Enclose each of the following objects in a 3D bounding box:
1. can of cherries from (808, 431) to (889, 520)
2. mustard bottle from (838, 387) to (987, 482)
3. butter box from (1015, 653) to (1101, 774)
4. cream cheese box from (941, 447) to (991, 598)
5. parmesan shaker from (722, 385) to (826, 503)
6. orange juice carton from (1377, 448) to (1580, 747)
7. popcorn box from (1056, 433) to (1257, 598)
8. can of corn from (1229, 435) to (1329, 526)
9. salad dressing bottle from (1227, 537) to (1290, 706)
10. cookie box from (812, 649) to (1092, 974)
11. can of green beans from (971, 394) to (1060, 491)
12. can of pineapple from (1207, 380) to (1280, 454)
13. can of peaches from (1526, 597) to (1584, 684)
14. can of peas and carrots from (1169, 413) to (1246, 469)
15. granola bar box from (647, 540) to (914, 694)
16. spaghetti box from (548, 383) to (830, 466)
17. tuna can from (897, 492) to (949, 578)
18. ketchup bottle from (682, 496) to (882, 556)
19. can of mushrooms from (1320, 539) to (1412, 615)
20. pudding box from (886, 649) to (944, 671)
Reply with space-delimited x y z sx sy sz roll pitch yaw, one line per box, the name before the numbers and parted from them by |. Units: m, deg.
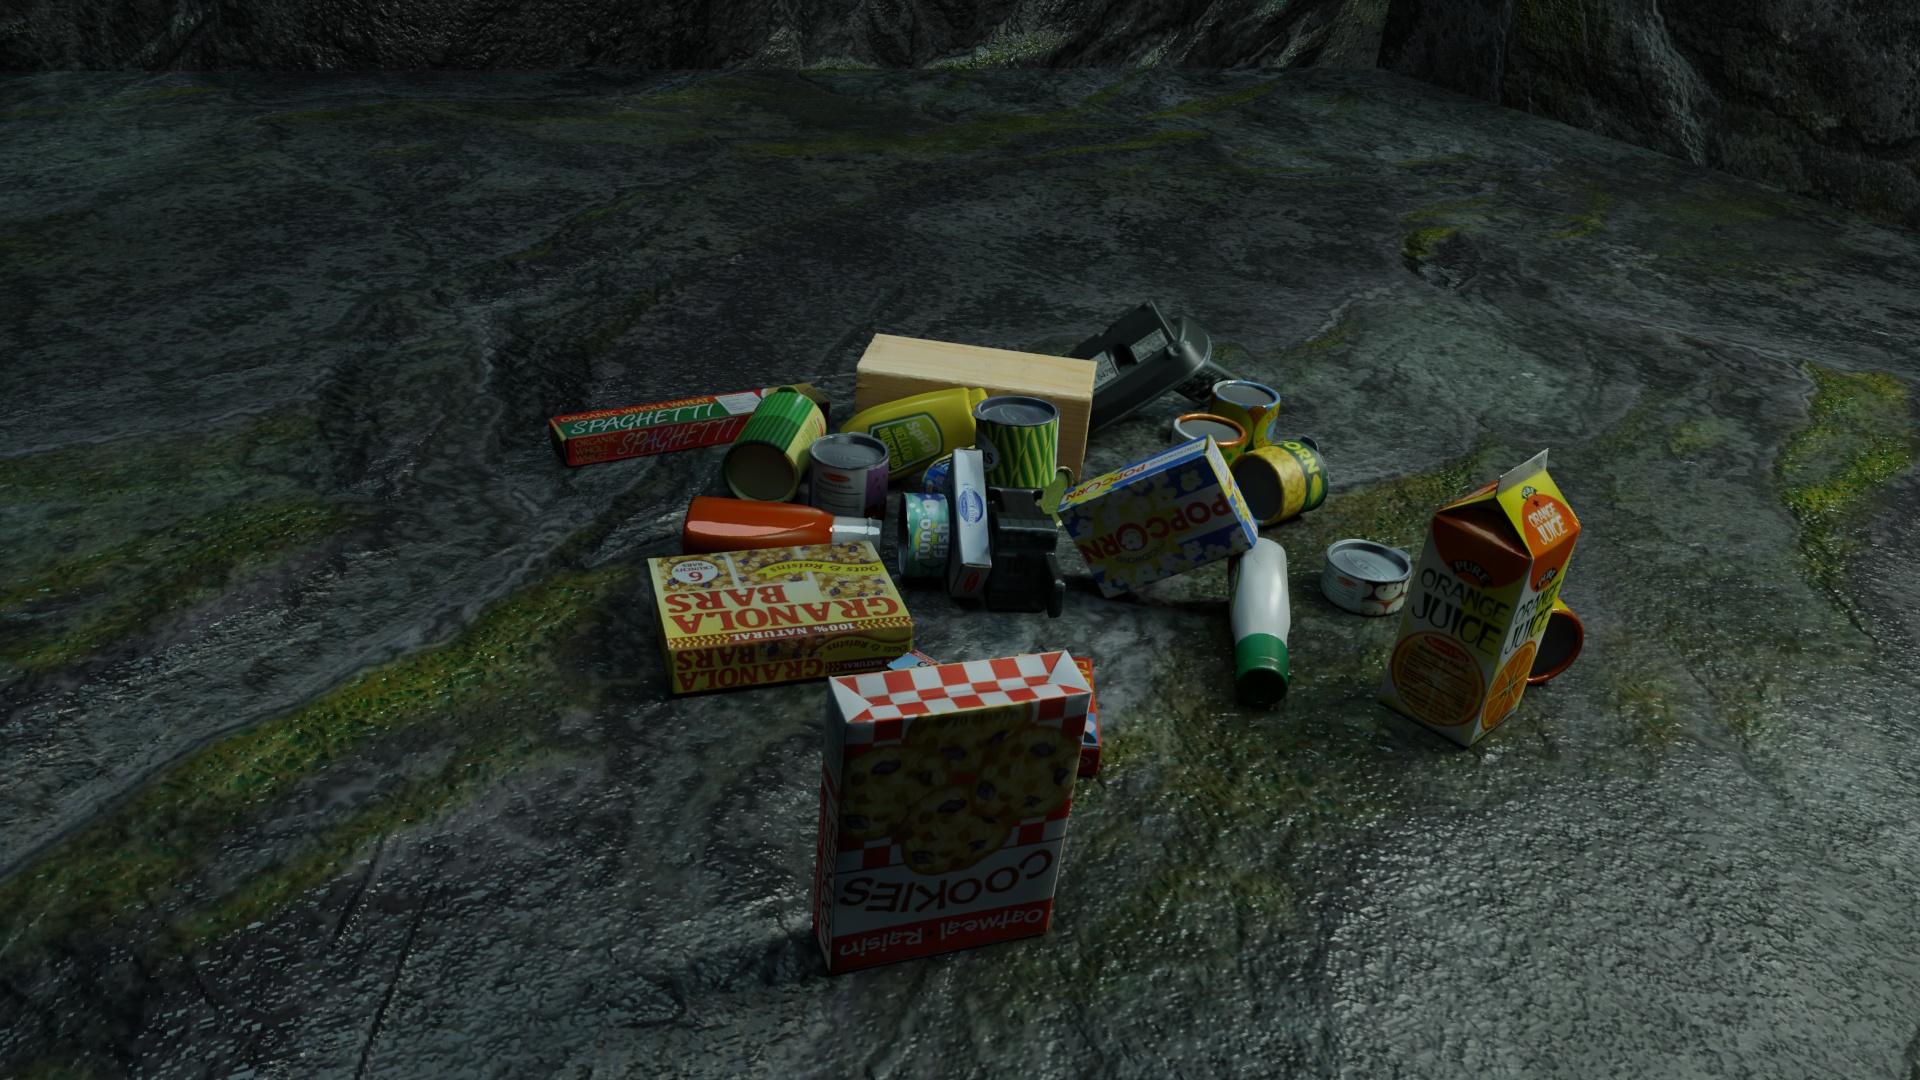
can of cherries | -0.091 -0.050 1.147 0.071 0.058 0.072 3 28 -2
mustard bottle | -0.022 -0.098 1.189 0.160 0.065 0.049 -19 18 9
butter box | 0.062 0.112 0.911 0.053 0.024 0.104 4 28 -1
cream cheese box | 0.004 -0.013 1.054 0.024 0.053 0.104 3 60 -12
parmesan shaker | -0.157 -0.079 1.175 0.071 0.071 0.103 8 29 5
orange juice carton | 0.350 0.034 0.928 0.072 0.191 0.073 -20 38 -40
popcorn box | 0.148 -0.017 1.042 0.126 0.085 0.038 -21 22 26
can of corn | 0.274 -0.052 1.199 0.058 0.070 0.071 -17 35 -34
salad dressing bottle | 0.216 0.057 1.004 0.044 0.064 0.148 2 35 8
cookie box | -0.008 0.138 0.703 0.123 0.166 0.040 -5 33 -19
can of green beans | 0.044 -0.077 1.097 0.071 0.057 0.071 2 26 -1
can of pineapple | 0.269 -0.114 1.325 0.071 0.057 0.071 4 28 -2
can of peaches | 0.413 0.063 1.016 0.071 0.071 0.058 0 29 -9
can of peas and carrots | 0.221 -0.075 1.245 0.071 0.058 0.071 4 29 -2
granola bar box | -0.129 0.051 0.975 0.166 0.038 0.124 -5 29 -18
spaghetti box | -0.242 -0.107 1.255 0.251 0.028 0.050 -12 33 -28
tuna can | -0.029 -0.004 1.061 0.033 0.070 0.071 1 29 -9
ketchup bottle | -0.135 -0.004 1.070 0.149 0.043 0.065 4 29 -2
can of mushrooms | 0.322 0.029 1.098 0.071 0.033 0.071 4 28 -2
pudding box | -0.009 0.110 0.876 0.084 0.049 0.030 26 37 35
